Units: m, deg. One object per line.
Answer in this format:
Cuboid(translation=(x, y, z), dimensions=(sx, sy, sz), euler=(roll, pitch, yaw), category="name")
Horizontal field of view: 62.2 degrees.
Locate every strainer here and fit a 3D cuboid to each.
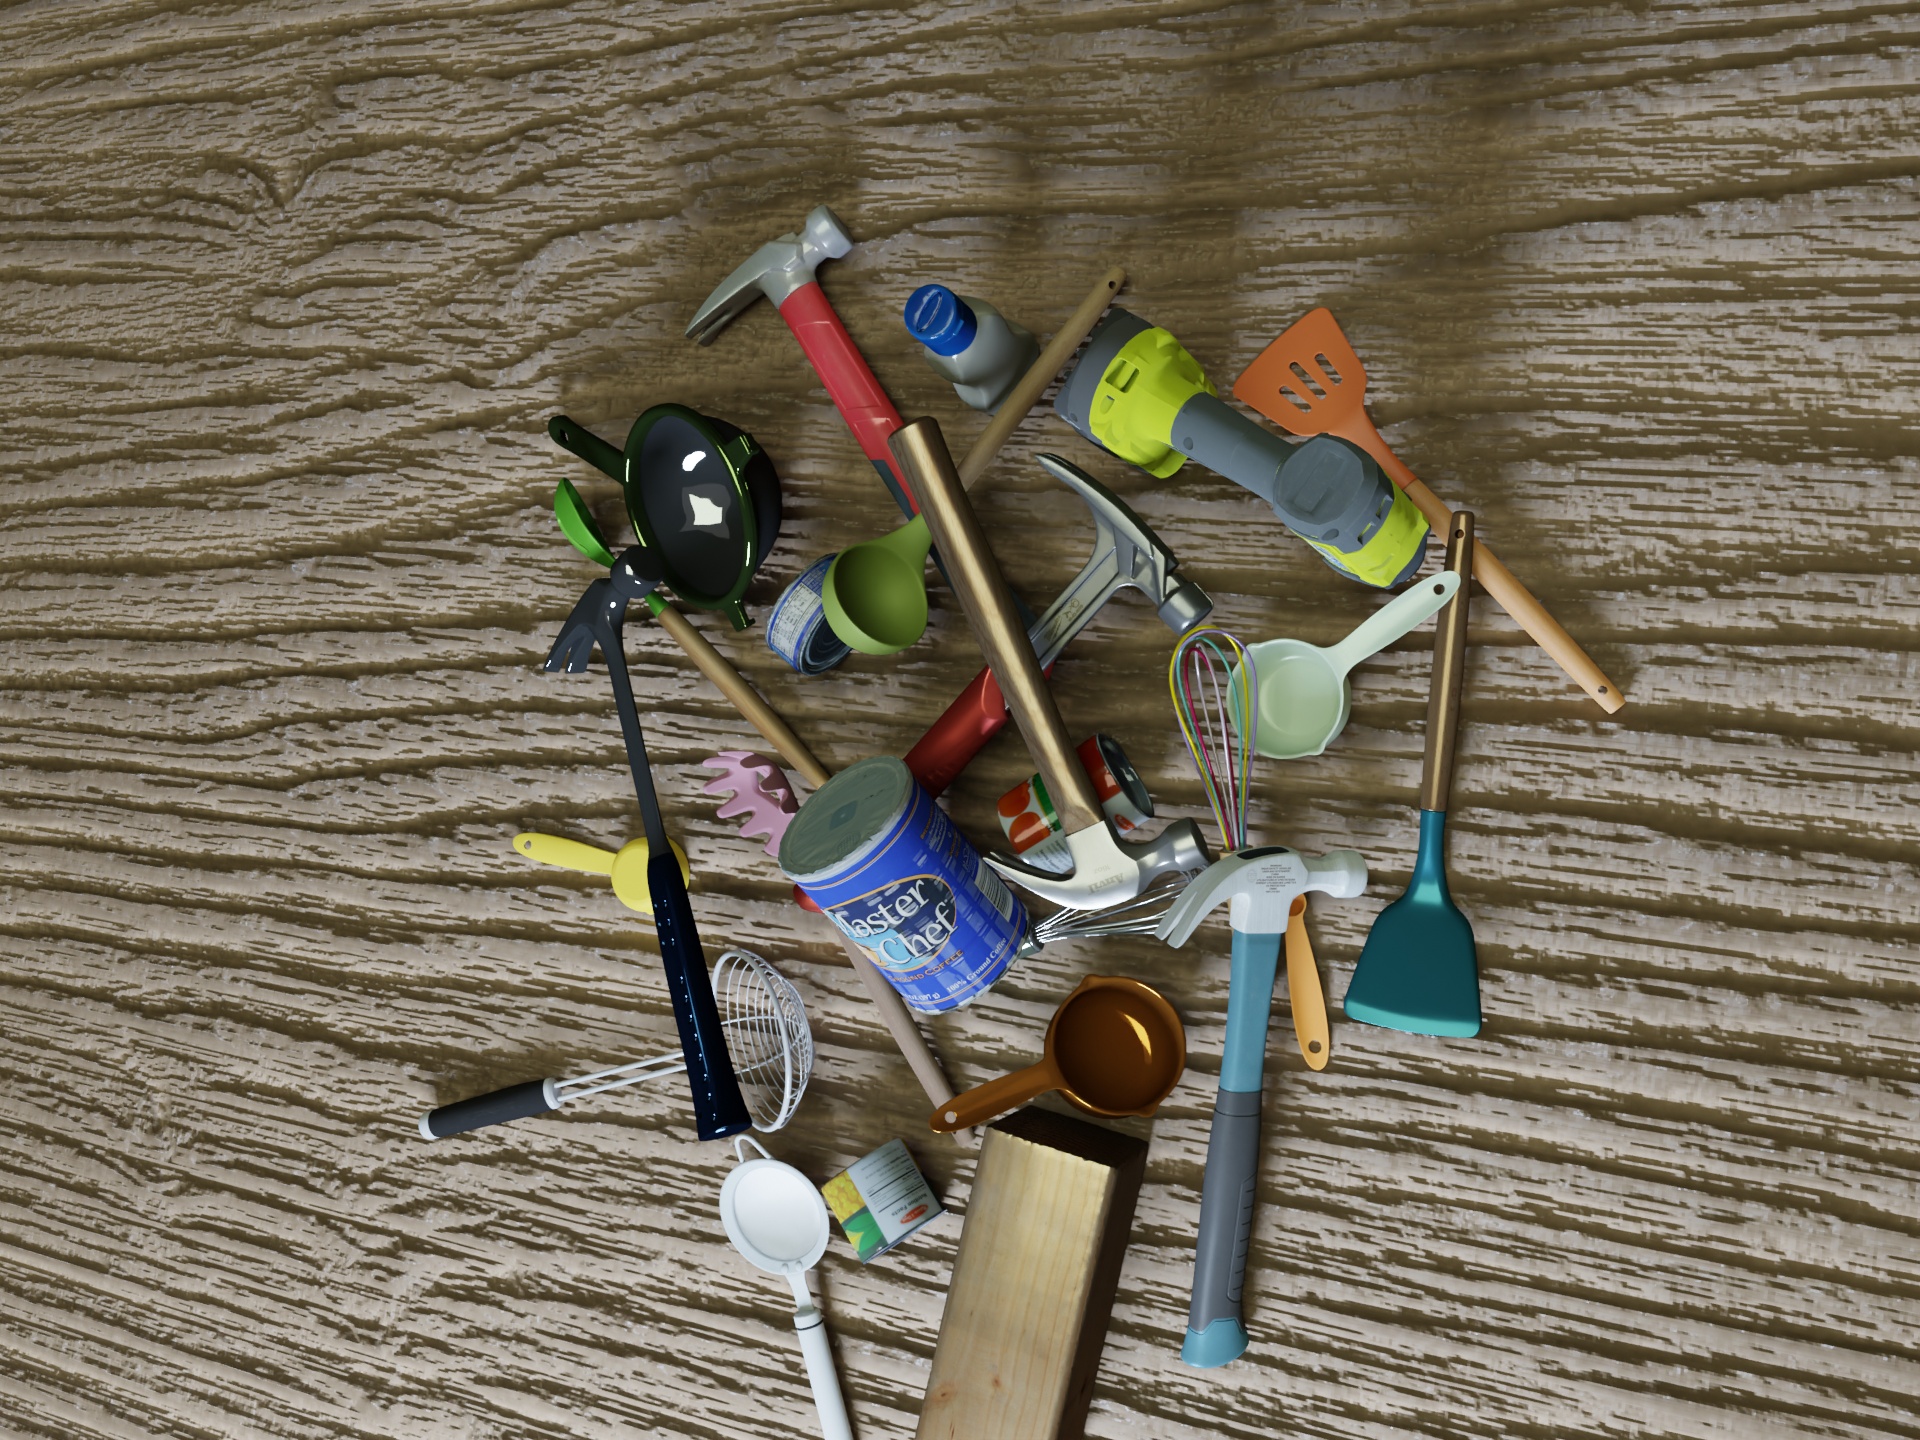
Cuboid(translation=(-0.212, -0.183, 1.184), dimensions=(0.257, 0.069, 0.151), euler=(32, 130, 35), category="strainer")
Cuboid(translation=(-0.109, 0.408, 1.109), dimensions=(0.087, 0.050, 0.258), euler=(-17, 86, 25), category="strainer")

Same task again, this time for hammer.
Cuboid(translation=(-0.002, -0.003, 1.067), dimensions=(0.149, 0.036, 0.359), euler=(46, 111, 10), category="hammer")
Cuboid(translation=(-0.057, -0.178, 1.134), dimensions=(0.143, 0.038, 0.386), euler=(-35, 75, 16), category="hammer")
Cuboid(translation=(-0.212, 0.088, 1.104), dimensions=(0.144, 0.035, 0.406), euler=(-36, 64, 43), category="hammer")
Cuboid(translation=(0.031, -0.037, 1.007), dimensions=(0.130, 0.031, 0.331), euler=(-25, 85, 17), category="hammer")
Cuboid(translation=(0.174, 0.242, 0.990), dimensions=(0.128, 0.033, 0.331), euler=(3, 97, -18), category="hammer")

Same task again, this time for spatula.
Cuboid(translation=(0.301, -0.129, 1.004), dimensions=(0.081, 0.041, 0.323), euler=(-43, 77, 14), category="spatula")
Cuboid(translation=(0.292, 0.030, 0.973), dimensions=(0.082, 0.044, 0.317), euler=(6, 94, 25), category="spatula")

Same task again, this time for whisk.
Cuboid(translation=(0.057, 0.140, 1.067), dimensions=(0.246, 0.057, 0.059), euler=(-23, 44, 21), category="whisk")
Cuboid(translation=(0.167, 0.061, 1.006), dimensions=(0.051, 0.047, 0.245), euler=(-3, 101, 42), category="whisk")

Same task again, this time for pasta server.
Cuboid(translation=(-0.078, 0.154, 1.083), dimensions=(0.060, 0.040, 0.316), euler=(-30, 90, 47), category="pasta server")

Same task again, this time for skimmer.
Cuboid(translation=(-0.262, 0.260, 1.151), dimensions=(0.363, 0.090, 0.127), euler=(-18, 80, 19), category="skimmer")

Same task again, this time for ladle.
Cuboid(translation=(0.018, -0.179, 1.064), dimensions=(0.078, 0.062, 0.320), euler=(39, 85, -18), category="ladle")

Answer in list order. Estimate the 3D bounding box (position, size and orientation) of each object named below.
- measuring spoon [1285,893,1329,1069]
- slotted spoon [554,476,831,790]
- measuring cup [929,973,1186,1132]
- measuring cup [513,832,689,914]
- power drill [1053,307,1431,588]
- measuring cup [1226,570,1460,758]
Cuboid(translation=(0.220, 0.165, 1.019), dimensions=(0.021, 0.011, 0.117), euler=(-10, 86, 16), category="measuring spoon")
Cuboid(translation=(-0.203, -0.062, 1.176), dimensions=(0.031, 0.070, 0.314), euler=(-43, 78, -4), category="slotted spoon")
Cuboid(translation=(0.059, 0.227, 1.016), dimensions=(0.173, 0.052, 0.095), euler=(-21, 73, -12), category="measuring cup")
Cuboid(translation=(-0.279, 0.106, 1.200), dimensions=(0.156, 0.029, 0.062), euler=(10, 90, 19), category="measuring cup")
Cuboid(translation=(0.180, -0.158, 0.980), dimensions=(0.223, 0.171, 0.080), euler=(38, 99, 30), category="power drill")
Cuboid(translation=(0.245, -0.040, 0.999), dimensions=(0.167, 0.038, 0.083), euler=(-38, 73, 22), category="measuring cup")
